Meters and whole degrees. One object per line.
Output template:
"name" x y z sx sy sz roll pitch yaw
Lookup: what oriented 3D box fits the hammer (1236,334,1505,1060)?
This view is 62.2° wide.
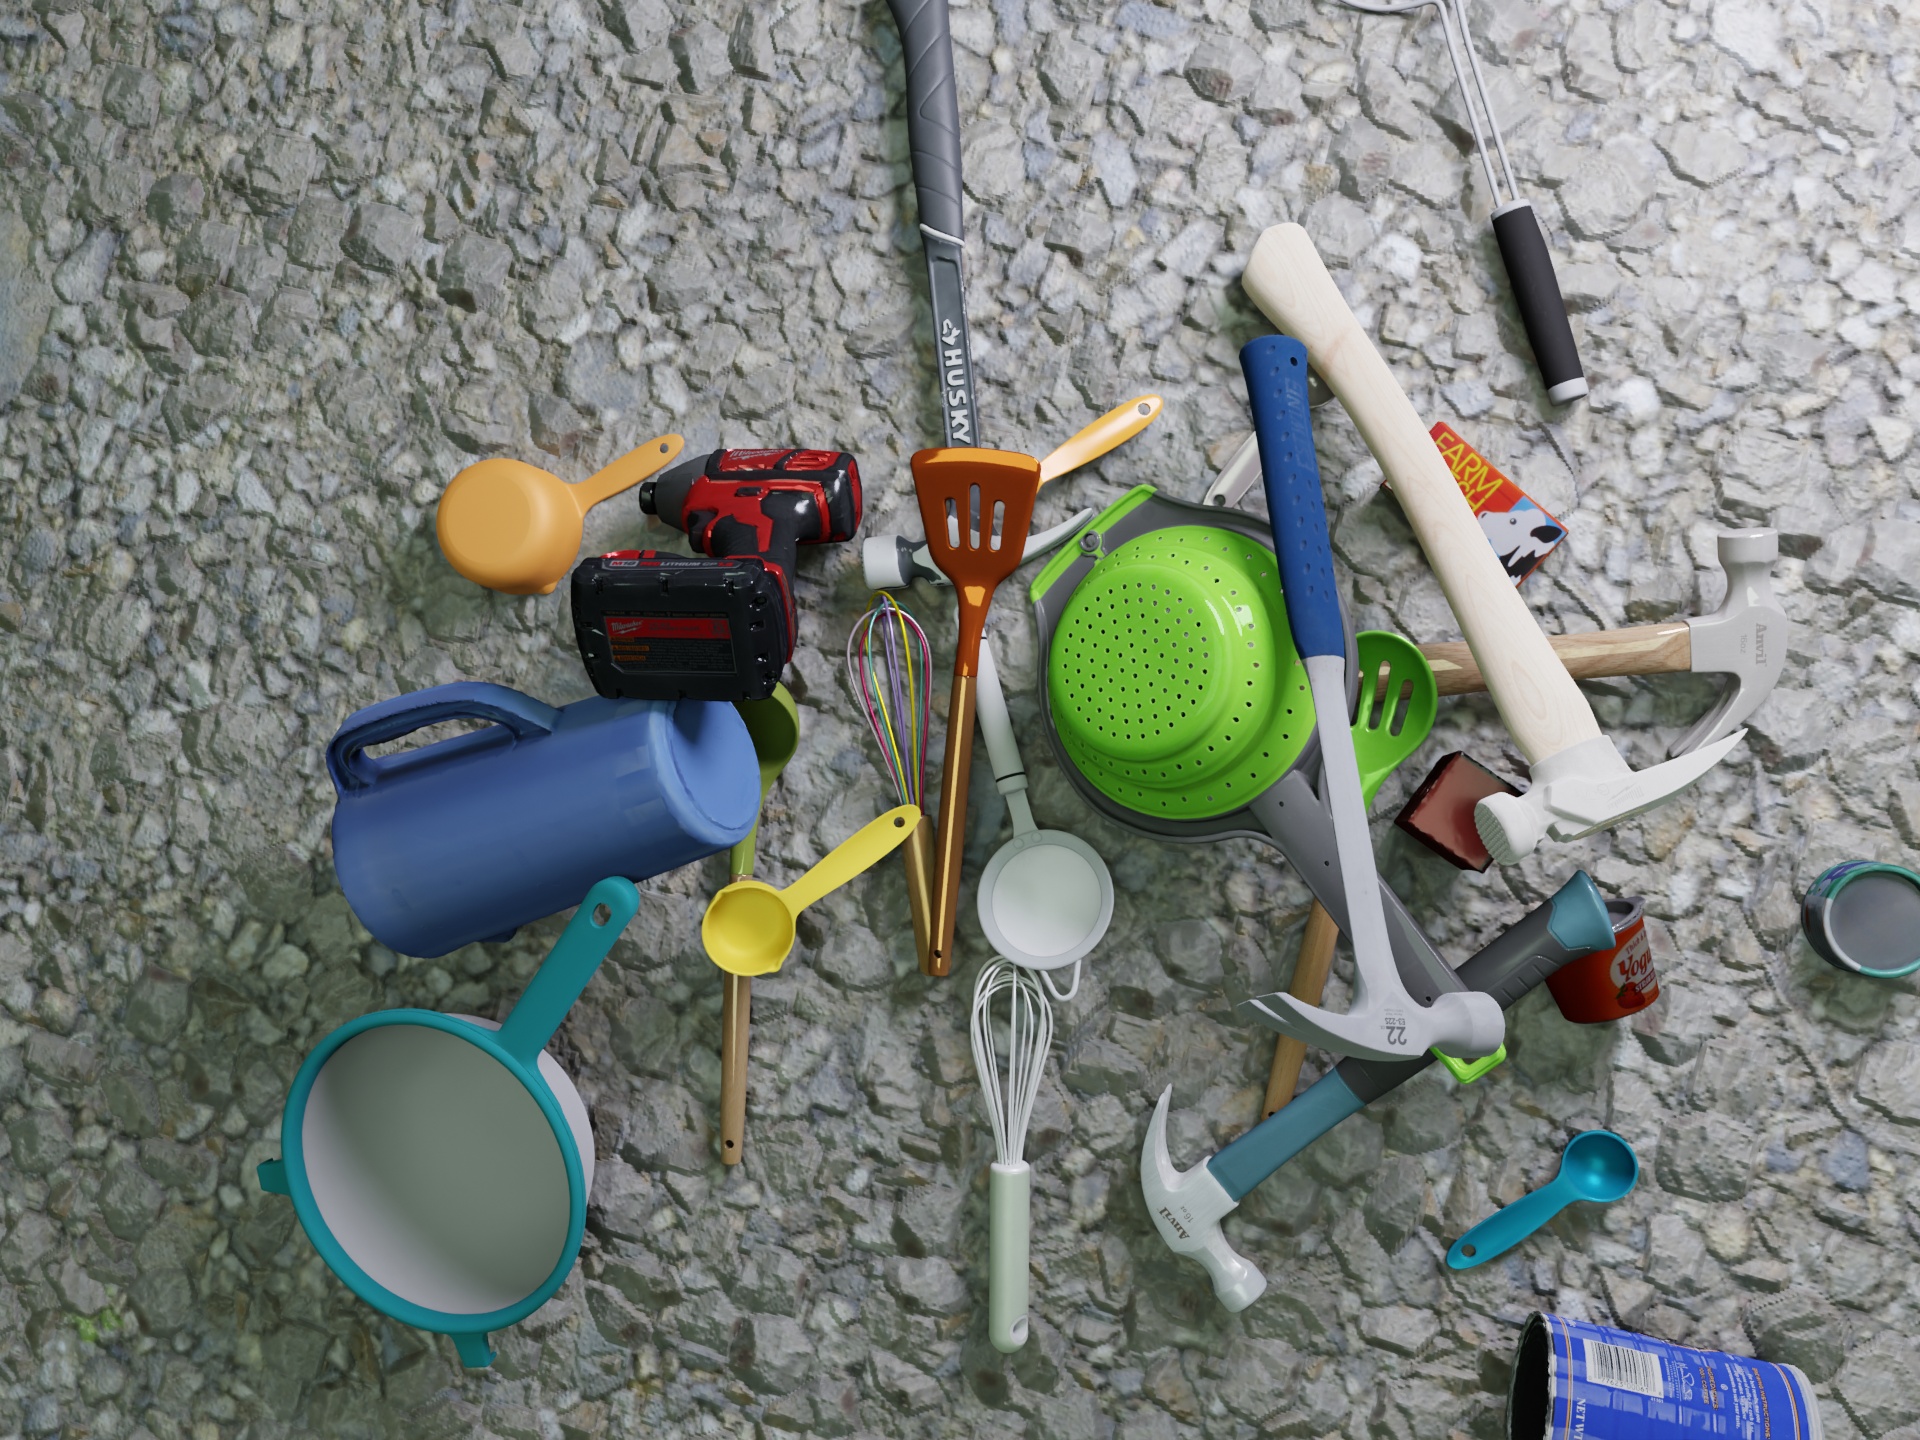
"hammer" 0.192 -0.023 0.852 0.144 0.035 0.406 4 69 -25

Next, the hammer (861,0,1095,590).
"hammer" -0.005 -0.291 1.017 0.149 0.036 0.409 -6 86 8

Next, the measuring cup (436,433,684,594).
"measuring cup" -0.264 -0.148 1.044 0.173 0.052 0.095 -27 83 9

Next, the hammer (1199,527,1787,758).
"hammer" 0.308 -0.030 0.943 0.331 0.031 0.130 -6 102 13

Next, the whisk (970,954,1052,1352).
"whisk" 0.030 0.268 0.984 0.059 0.057 0.246 1 91 44

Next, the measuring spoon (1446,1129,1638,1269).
"measuring spoon" 0.342 0.286 0.944 0.128 0.021 0.042 -40 82 15

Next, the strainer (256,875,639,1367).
"strainer" -0.277 0.220 0.990 0.211 0.095 0.340 38 107 7

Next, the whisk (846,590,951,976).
"whisk" -0.033 0.039 1.008 0.047 0.051 0.245 -8 90 30

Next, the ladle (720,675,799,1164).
"ladle" -0.144 0.125 1.012 0.078 0.062 0.320 2 90 8

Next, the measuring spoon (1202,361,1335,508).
"measuring spoon" 0.192 -0.174 0.991 0.034 0.018 0.124 41 101 15

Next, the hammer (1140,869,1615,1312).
"hammer" 0.238 0.203 0.919 0.331 0.033 0.128 -43 82 19

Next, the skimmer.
"skimmer" 0.295 -0.361 0.941 0.127 0.090 0.363 -19 87 41

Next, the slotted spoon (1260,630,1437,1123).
"slotted spoon" 0.219 0.100 0.945 0.070 0.031 0.313 15 100 22

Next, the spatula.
"spatula" -0.002 -0.003 0.974 0.081 0.041 0.322 5 90 10

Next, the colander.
"colander" 0.161 0.033 0.893 0.204 0.094 0.397 -42 68 20

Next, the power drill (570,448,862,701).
"power drill" -0.147 -0.100 0.950 0.143 0.220 0.078 2 122 9

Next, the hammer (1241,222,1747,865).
"hammer" 0.280 -0.126 0.911 0.146 0.038 0.411 -21 69 -4

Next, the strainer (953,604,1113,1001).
"strainer" 0.036 0.047 0.992 0.087 0.050 0.258 -18 79 14

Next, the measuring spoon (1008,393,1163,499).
"measuring spoon" 0.079 -0.171 0.978 0.117 0.011 0.021 -33 89 -14

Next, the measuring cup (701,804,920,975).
"measuring cup" -0.091 0.098 0.987 0.156 0.029 0.062 -35 100 -4
